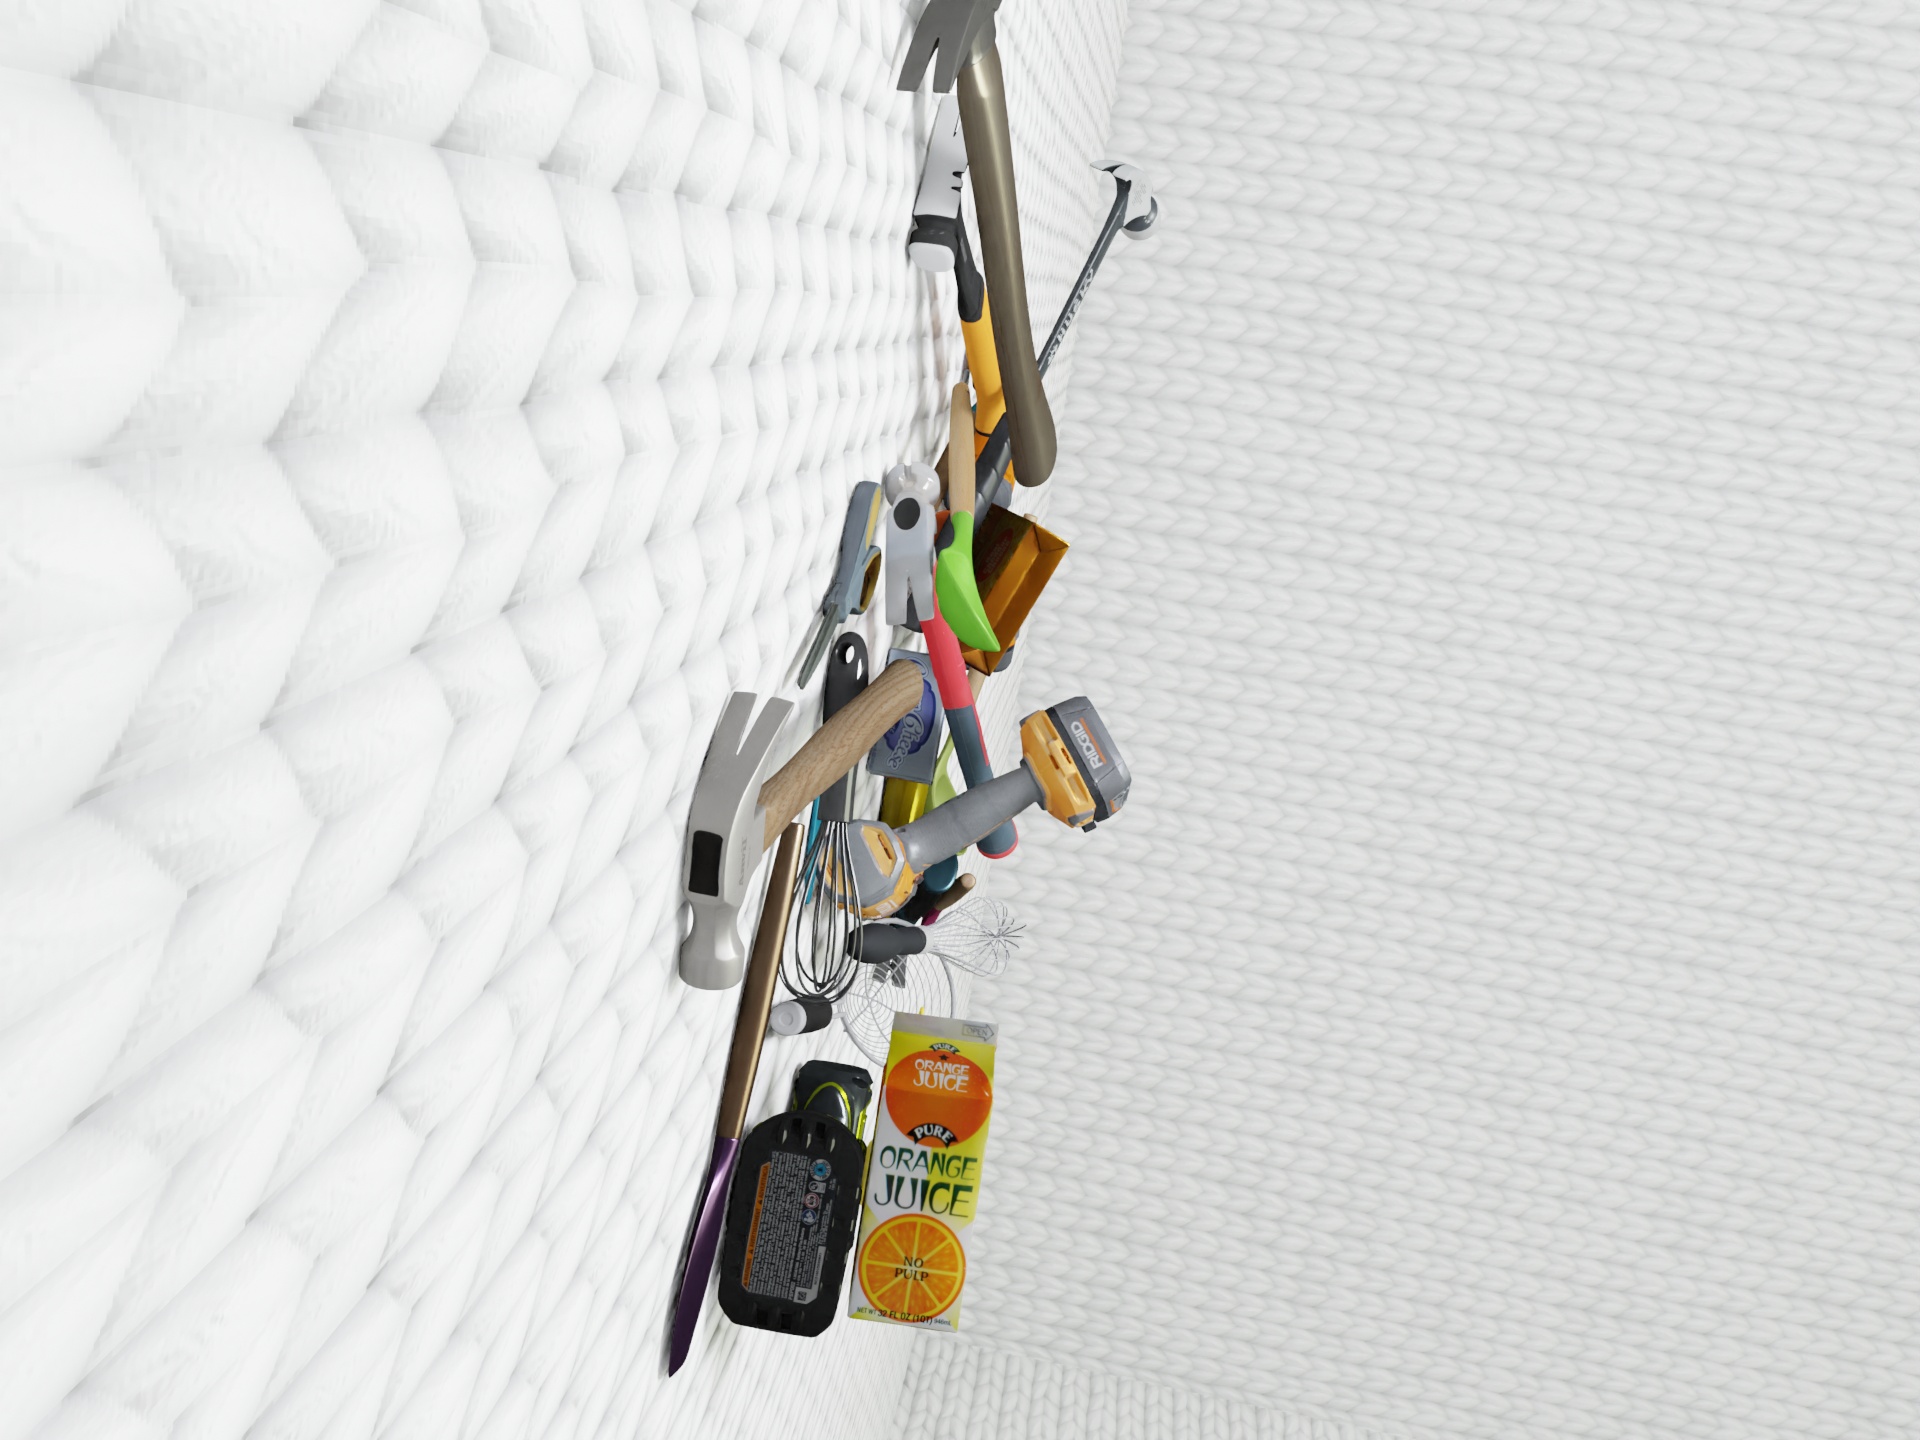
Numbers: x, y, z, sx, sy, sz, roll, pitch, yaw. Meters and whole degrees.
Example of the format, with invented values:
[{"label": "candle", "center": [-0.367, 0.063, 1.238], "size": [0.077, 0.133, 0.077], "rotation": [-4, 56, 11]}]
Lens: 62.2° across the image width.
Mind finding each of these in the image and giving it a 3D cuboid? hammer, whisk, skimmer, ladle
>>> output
[{"label": "hammer", "center": [-0.040, 0.165, 1.443], "size": [0.331, 0.033, 0.128], "rotation": [117, -12, -72]}, {"label": "whisk", "center": [-0.082, 0.062, 1.010], "size": [0.055, 0.055, 0.239], "rotation": [39, 56, -84]}, {"label": "skimmer", "center": [-0.066, 0.209, 1.190], "size": [0.363, 0.090, 0.127], "rotation": [58, 20, -80]}, {"label": "hammer", "center": [0.051, -0.255, 1.272], "size": [0.409, 0.036, 0.149], "rotation": [-63, 167, 3]}, {"label": "hammer", "center": [0.026, -0.300, 1.069], "size": [0.410, 0.038, 0.146], "rotation": [76, 28, -54]}, {"label": "hammer", "center": [-0.002, -0.004, 1.198], "size": [0.385, 0.038, 0.143], "rotation": [75, 11, -48]}, {"label": "hammer", "center": [-0.076, 0.019, 0.876], "size": [0.331, 0.031, 0.130], "rotation": [-50, 149, -68]}, {"label": "whisk", "center": [-0.020, 0.173, 1.266], "size": [0.284, 0.070, 0.070], "rotation": [14, 86, -65]}, {"label": "hammer", "center": [0.011, -0.313, 1.196], "size": [0.336, 0.034, 0.127], "rotation": [68, 33, -71]}, {"label": "ladle", "center": [0.023, -0.028, 1.426], "size": [0.078, 0.062, 0.320], "rotation": [-27, 137, -73]}]

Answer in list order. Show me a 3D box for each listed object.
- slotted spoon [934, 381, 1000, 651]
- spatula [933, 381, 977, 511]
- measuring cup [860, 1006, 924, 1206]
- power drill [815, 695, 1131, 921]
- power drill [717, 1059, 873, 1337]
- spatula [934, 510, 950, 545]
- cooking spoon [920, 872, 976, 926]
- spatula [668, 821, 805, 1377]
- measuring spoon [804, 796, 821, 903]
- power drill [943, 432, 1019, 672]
[{"label": "slotted spoon", "center": [0.002, -0.152, 1.106], "size": [0.070, 0.031, 0.314], "rotation": [55, 21, -36]}, {"label": "spatula", "center": [-0.007, -0.245, 1.357], "size": [0.318, 0.044, 0.082], "rotation": [-68, 167, -46]}, {"label": "measuring cup", "center": [-0.052, 0.293, 1.205], "size": [0.062, 0.029, 0.157], "rotation": [124, -24, -72]}, {"label": "power drill", "center": [0.007, 0.078, 1.163], "size": [0.084, 0.226, 0.185], "rotation": [62, -3, 13]}, {"label": "power drill", "center": [-0.105, 0.333, 1.092], "size": [0.223, 0.080, 0.171], "rotation": [82, 17, -84]}, {"label": "spatula", "center": [-0.020, -0.042, 1.464], "size": [0.041, 0.081, 0.322], "rotation": [-120, -141, -63]}, {"label": "cooking spoon", "center": [-0.015, 0.167, 1.472], "size": [0.319, 0.017, 0.069], "rotation": [122, -17, -76]}, {"label": "spatula", "center": [-0.128, 0.213, 0.912], "size": [0.059, 0.018, 0.316], "rotation": [66, 35, -79]}, {"label": "measuring spoon", "center": [-0.086, 0.061, 1.056], "size": [0.042, 0.021, 0.128], "rotation": [-43, 141, -81]}, {"label": "power drill", "center": [0.024, -0.178, 1.516], "size": [0.164, 0.084, 0.226], "rotation": [-76, 170, -51]}]
